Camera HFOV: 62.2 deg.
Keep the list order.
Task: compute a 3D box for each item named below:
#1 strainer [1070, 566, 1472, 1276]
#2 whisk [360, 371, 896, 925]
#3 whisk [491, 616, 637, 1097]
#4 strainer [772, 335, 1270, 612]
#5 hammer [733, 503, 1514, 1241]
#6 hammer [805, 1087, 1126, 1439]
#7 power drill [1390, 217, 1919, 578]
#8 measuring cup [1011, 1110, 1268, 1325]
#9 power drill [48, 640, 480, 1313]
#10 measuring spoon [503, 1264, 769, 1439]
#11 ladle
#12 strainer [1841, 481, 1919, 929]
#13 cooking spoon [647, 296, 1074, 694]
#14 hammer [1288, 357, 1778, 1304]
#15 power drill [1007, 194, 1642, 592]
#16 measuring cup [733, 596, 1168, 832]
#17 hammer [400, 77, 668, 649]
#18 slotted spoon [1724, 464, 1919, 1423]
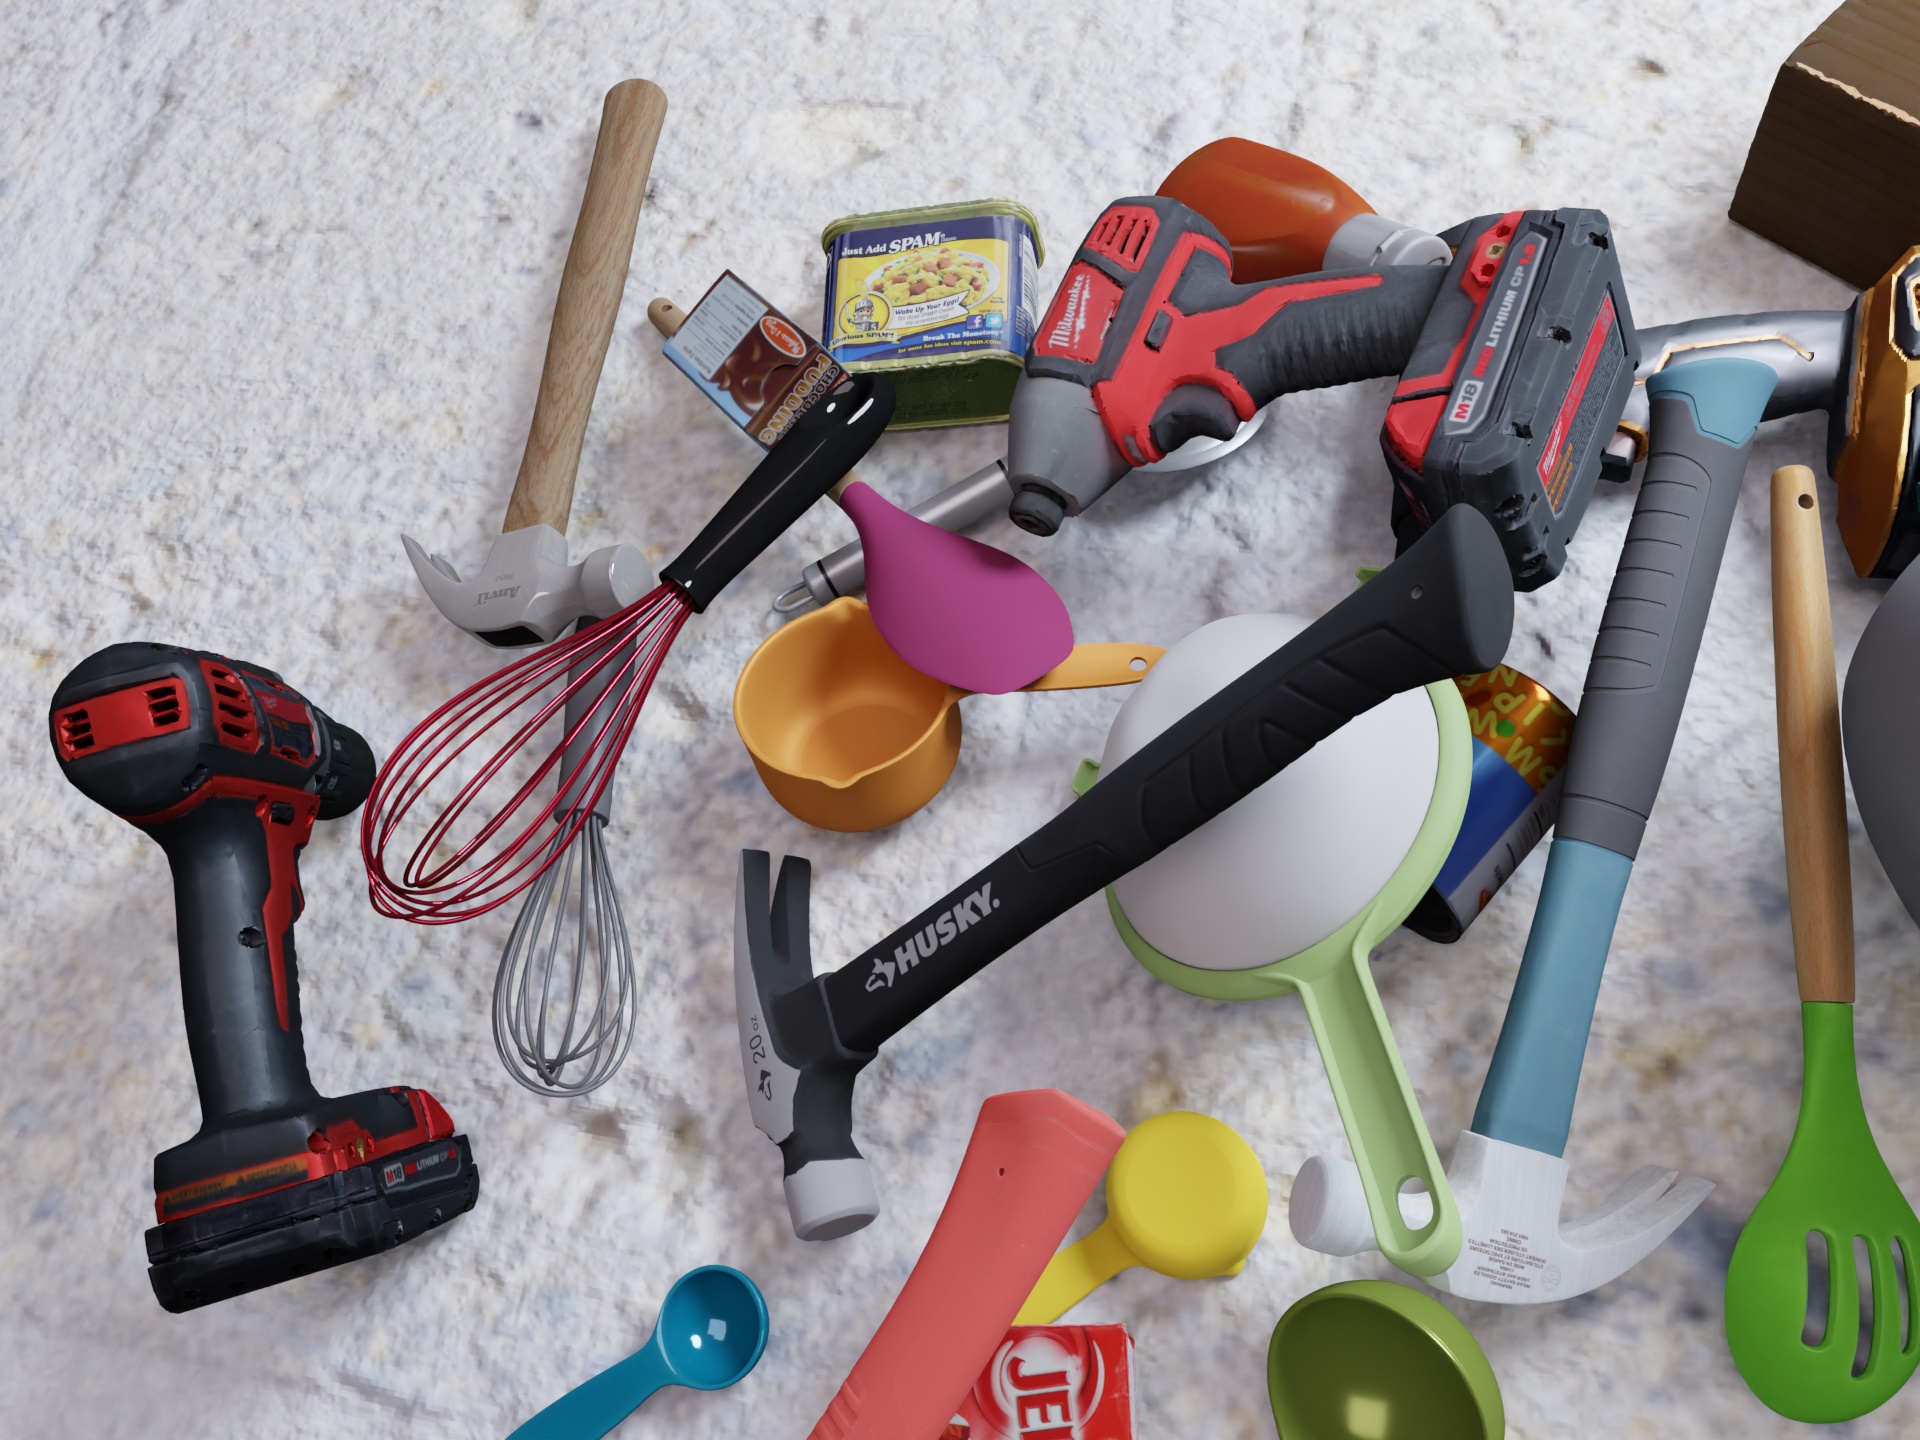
[{"bbox_3d":[0.100,0.052,0.516,0.151,0.069,0.257,-36,37,23],"label":"strainer"},{"bbox_3d":[-0.125,-0.037,0.632,0.073,0.073,0.296,34,72,23],"label":"whisk"},{"bbox_3d":[-0.154,0.039,0.659,0.055,0.055,0.239,-6,60,9],"label":"whisk"},{"bbox_3d":[0.031,-0.111,0.691,0.258,0.050,0.087,-29,48,2],"label":"strainer"},{"bbox_3d":[0.036,0.040,0.526,0.334,0.035,0.146,-39,54,31],"label":"hammer"},{"bbox_3d":[-0.053,0.275,0.485,0.149,0.036,0.359,30,84,40],"label":"hammer"},{"bbox_3d":[0.279,-0.103,0.613,0.226,0.084,0.185,8,70,20],"label":"power drill"},{"bbox_3d":[0.037,0.192,0.555,0.156,0.029,0.062,-32,63,-4],"label":"measuring cup"},{"bbox_3d":[-0.254,0.088,0.606,0.080,0.188,0.227,-16,82,-1],"label":"power drill"},{"bbox_3d":[-0.121,0.244,0.577,0.128,0.021,0.042,-36,64,5],"label":"measuring spoon"},{"bbox_3d":[0.065,0.317,0.479,0.078,0.062,0.320,25,75,38],"label":"ladle"},{"bbox_3d":[0.350,0.086,0.460,0.095,0.211,0.340,-25,92,13],"label":"strainer"},{"bbox_3d":[-0.060,-0.110,0.691,0.069,0.017,0.319,-31,52,-18],"label":"cooking spoon"},{"bbox_3d":[0.215,0.030,0.534,0.128,0.033,0.331,19,82,-9],"label":"hammer"},{"bbox_3d":[0.118,-0.121,0.585,0.220,0.078,0.143,15,73,37],"label":"power drill"},{"bbox_3d":[-0.001,-0.002,0.638,0.173,0.052,0.095,-5,53,3],"label":"measuring cup"},{"bbox_3d":[-0.184,-0.181,0.762,0.130,0.031,0.332,-9,59,24],"label":"hammer"},{"bbox_3d":[0.280,0.066,0.521,0.070,0.031,0.314,4,78,-5],"label":"slotted spoon"}]
